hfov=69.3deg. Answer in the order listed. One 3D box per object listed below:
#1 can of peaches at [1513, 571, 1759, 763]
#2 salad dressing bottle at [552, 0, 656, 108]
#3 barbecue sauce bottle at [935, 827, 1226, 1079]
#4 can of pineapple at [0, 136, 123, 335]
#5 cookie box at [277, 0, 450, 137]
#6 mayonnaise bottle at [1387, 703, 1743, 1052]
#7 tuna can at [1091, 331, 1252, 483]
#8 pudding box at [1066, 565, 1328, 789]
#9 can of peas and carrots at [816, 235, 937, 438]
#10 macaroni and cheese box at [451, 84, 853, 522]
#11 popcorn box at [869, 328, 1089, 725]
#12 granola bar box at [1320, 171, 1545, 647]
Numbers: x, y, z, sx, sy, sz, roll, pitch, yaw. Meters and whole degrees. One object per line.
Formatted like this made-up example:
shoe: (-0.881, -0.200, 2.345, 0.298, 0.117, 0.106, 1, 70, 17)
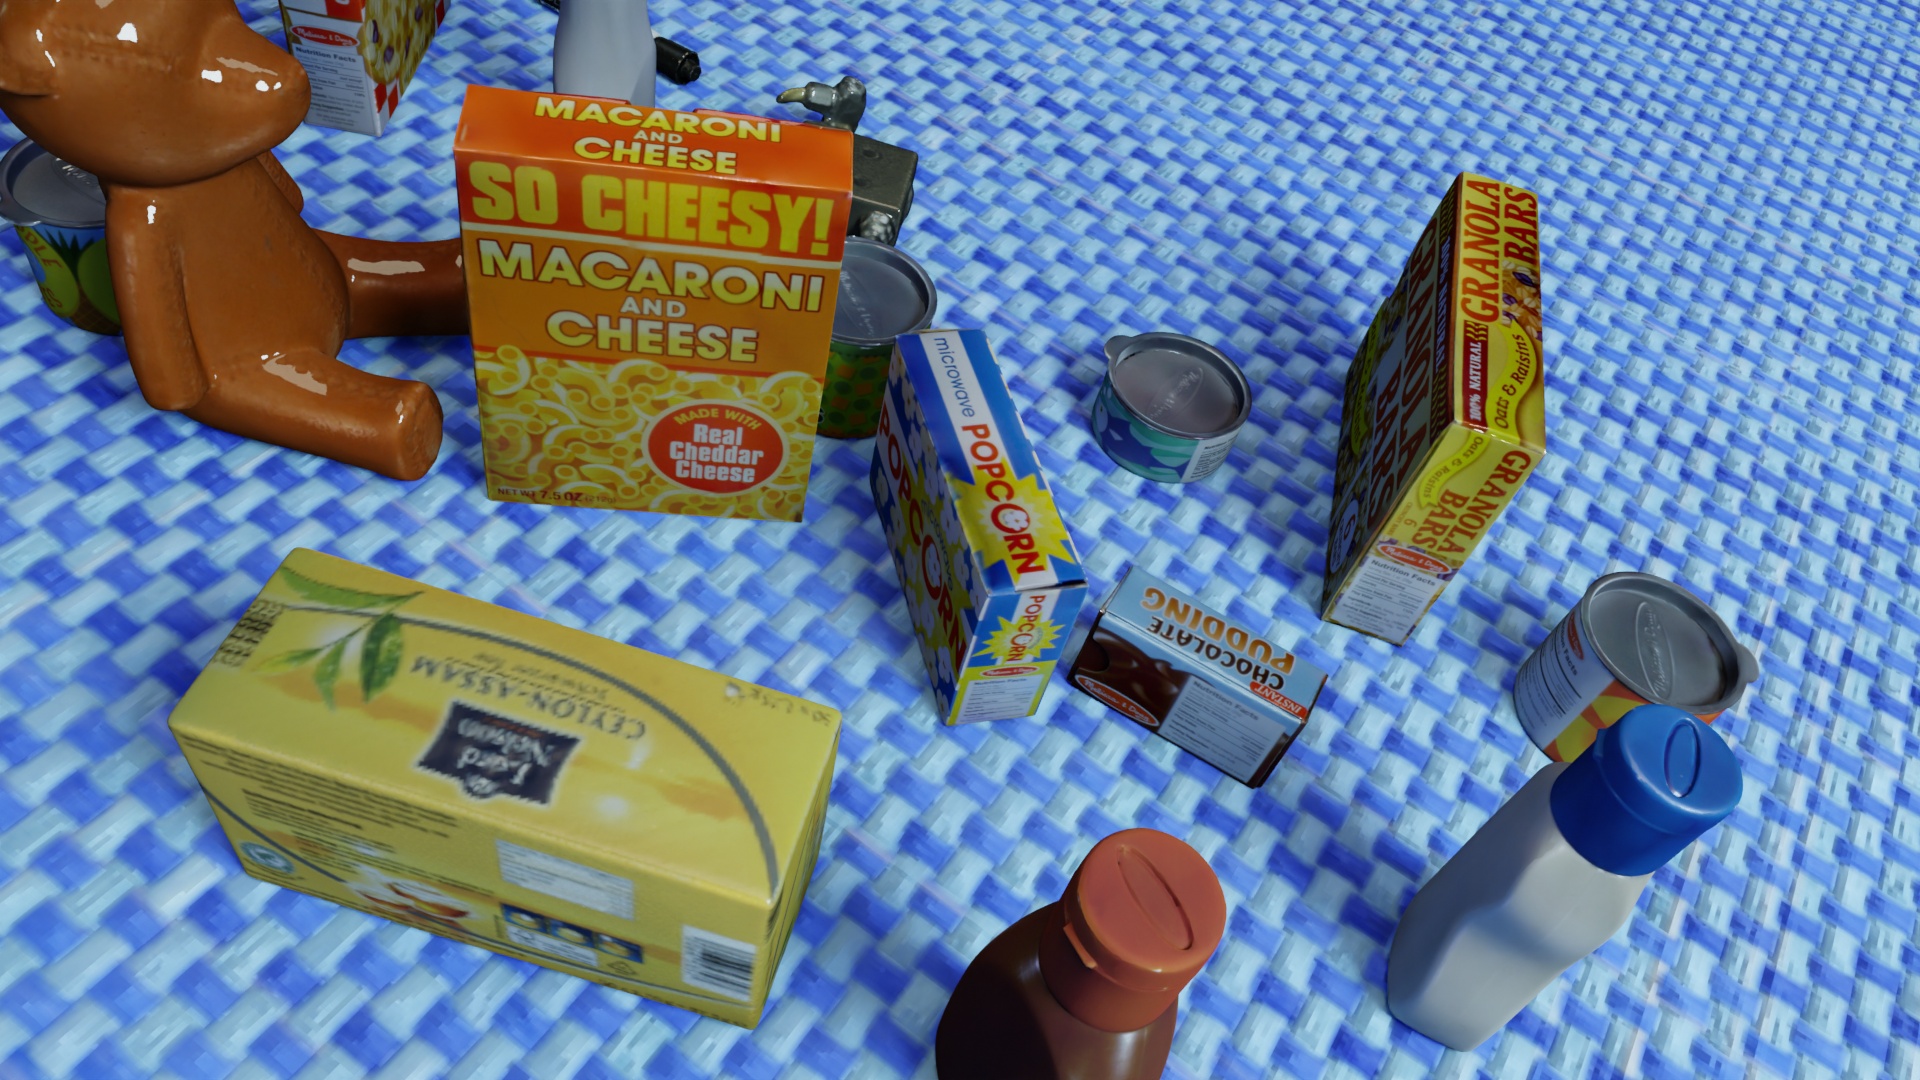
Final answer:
can of peaches: (0.267, 0.056, 0.553, 0.071, 0.057, 0.071, 7, 50, -8)
salad dressing bottle: (-0.158, -0.219, 0.616, 0.044, 0.146, 0.064, 14, 49, -3)
barbecue sauce bottle: (0.030, 0.128, 0.376, 0.044, 0.147, 0.065, -18, 58, -26)
can of pineapple: (-0.338, -0.123, 0.551, 0.071, 0.057, 0.071, 7, 50, -8)
cookie box: (-0.276, -0.293, 0.635, 0.040, 0.166, 0.123, 9, 50, -7)
mayonnaise bottle: (0.183, 0.105, 0.433, 0.041, 0.147, 0.065, 28, 50, 9)
tuna can: (0.092, -0.061, 0.623, 0.071, 0.032, 0.071, 7, 50, -8)
pudding box: (0.087, 0.051, 0.518, 0.084, 0.049, 0.030, 29, 50, 10)
can of peas and carrots: (-0.049, -0.085, 0.591, 0.071, 0.058, 0.071, 7, 50, -8)
macaroni and cheese box: (-0.110, -0.077, 0.498, 0.124, 0.165, 0.040, 4, 51, -11)
popcorn box: (0.002, -0.007, 0.521, 0.038, 0.084, 0.127, -6, 53, -19)
granola bar box: (0.198, -0.058, 0.586, 0.039, 0.123, 0.166, 18, 49, 1)
